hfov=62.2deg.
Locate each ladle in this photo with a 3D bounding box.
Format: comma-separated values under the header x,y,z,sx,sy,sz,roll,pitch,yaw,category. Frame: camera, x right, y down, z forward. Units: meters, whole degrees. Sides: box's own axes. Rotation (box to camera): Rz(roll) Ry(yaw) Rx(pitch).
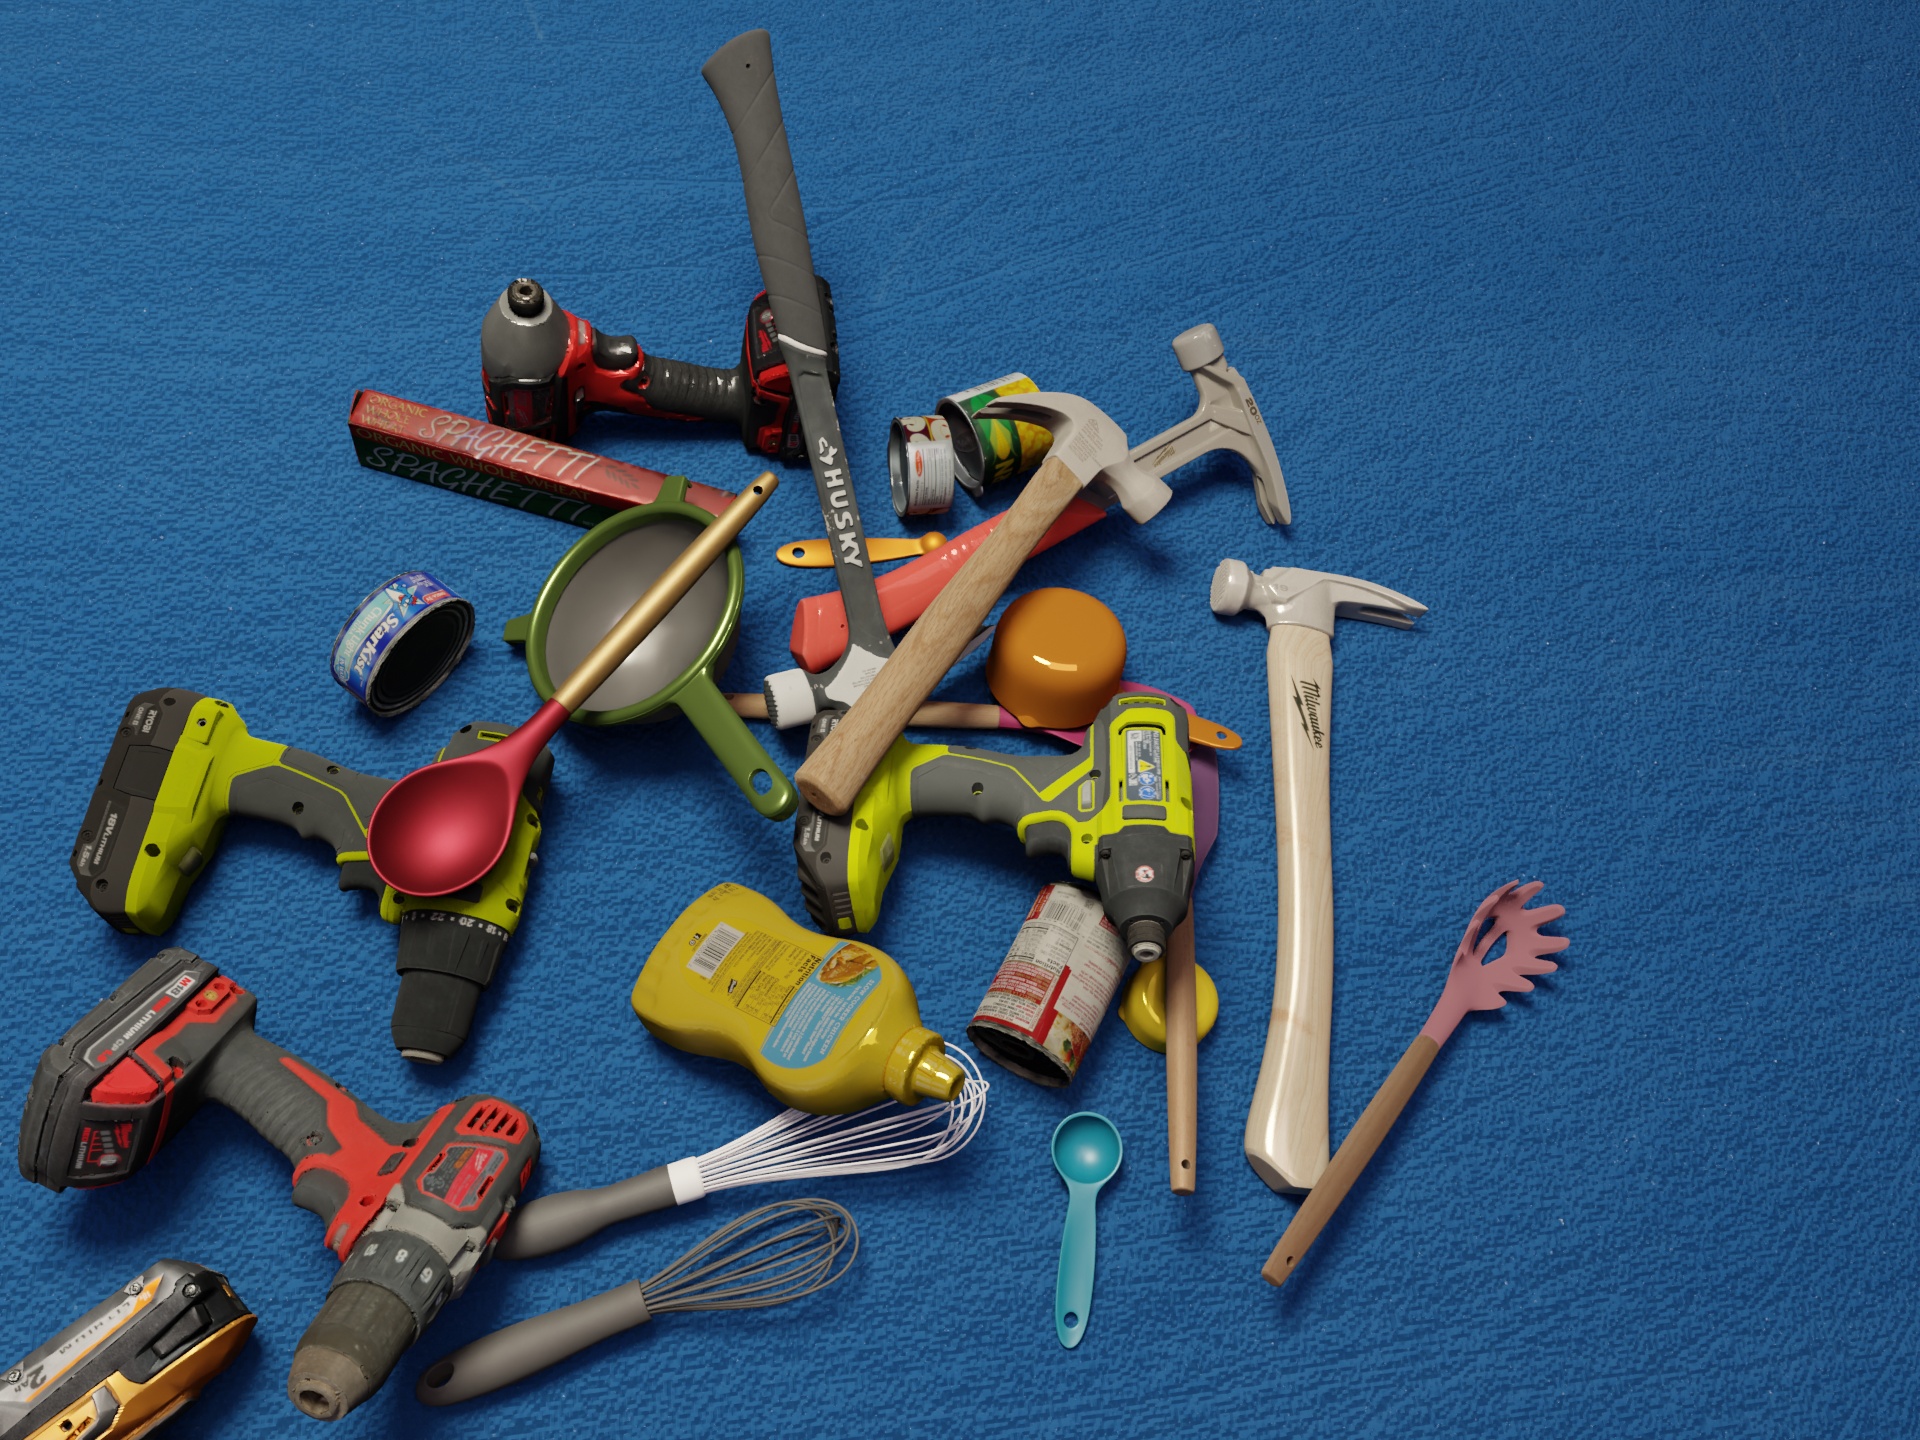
x,y,z,sx,sy,sz,roll,pitch,yaw,category
-0.207,-0.028,0.892,0.069,0.031,0.315,41,74,-4,ladle

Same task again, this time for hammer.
x,y,z,sx,sy,sz,roll,pitch,yaw,category
0.005,-0.076,0.948,0.130,0.031,0.331,44,60,-13,hammer
0.227,0.089,1.011,0.146,0.038,0.411,9,66,-8,hammer
-0.086,-0.208,0.965,0.149,0.036,0.409,-14,97,-16,hammer
0.052,-0.120,1.054,0.359,0.037,0.149,-30,107,-14,hammer

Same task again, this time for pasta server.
x,y,z,sx,sy,sz,roll,pitch,yaw,category
0.271,0.210,0.946,0.060,0.040,0.316,49,59,-4,pasta server

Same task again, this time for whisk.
x,y,z,sx,sy,sz,roll,pitch,yaw,category
-0.119,0.243,0.875,0.284,0.070,0.070,-15,70,-11,whisk
-0.167,0.310,0.840,0.239,0.055,0.055,-18,71,-13,whisk

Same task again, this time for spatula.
x,y,z,sx,sy,sz,roll,pitch,yaw,category
0.130,0.130,0.956,0.059,0.018,0.316,7,53,-4,spatula

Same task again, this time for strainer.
x,y,z,sx,sy,sz,roll,pitch,yaw,category
-0.155,-0.021,0.940,0.151,0.069,0.257,-42,56,1,strainer

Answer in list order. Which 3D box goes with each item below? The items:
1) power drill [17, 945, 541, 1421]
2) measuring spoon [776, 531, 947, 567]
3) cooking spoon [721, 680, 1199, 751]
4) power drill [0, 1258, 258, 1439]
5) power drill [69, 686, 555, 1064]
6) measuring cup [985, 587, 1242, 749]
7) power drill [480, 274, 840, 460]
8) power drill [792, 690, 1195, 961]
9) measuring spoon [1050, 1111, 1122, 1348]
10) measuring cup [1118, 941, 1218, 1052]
x,y,z,sx,sy,sz,roll,pitch,yaw,category
-0.339,0.225,0.781,0.226,0.080,0.188,27,27,-2,power drill
-0.065,-0.115,1.061,0.117,0.011,0.021,-5,68,-12,measuring spoon
-0.002,-0.003,1.018,0.319,0.017,0.069,3,48,-8,cooking spoon
-0.336,0.368,0.766,0.185,0.084,0.226,-36,81,-24,power drill
-0.357,0.081,0.888,0.228,0.080,0.191,12,66,-8,power drill
0.101,-0.029,1.010,0.173,0.052,0.095,21,50,11,measuring cup
-0.193,-0.228,1.017,0.219,0.143,0.079,-2,67,-14,power drill
0.023,0.062,0.919,0.223,0.080,0.171,0,49,6,power drill
0.066,0.289,0.909,0.042,0.021,0.129,9,75,-6,measuring spoon
0.121,0.125,0.979,0.062,0.029,0.157,-5,69,-12,measuring cup
